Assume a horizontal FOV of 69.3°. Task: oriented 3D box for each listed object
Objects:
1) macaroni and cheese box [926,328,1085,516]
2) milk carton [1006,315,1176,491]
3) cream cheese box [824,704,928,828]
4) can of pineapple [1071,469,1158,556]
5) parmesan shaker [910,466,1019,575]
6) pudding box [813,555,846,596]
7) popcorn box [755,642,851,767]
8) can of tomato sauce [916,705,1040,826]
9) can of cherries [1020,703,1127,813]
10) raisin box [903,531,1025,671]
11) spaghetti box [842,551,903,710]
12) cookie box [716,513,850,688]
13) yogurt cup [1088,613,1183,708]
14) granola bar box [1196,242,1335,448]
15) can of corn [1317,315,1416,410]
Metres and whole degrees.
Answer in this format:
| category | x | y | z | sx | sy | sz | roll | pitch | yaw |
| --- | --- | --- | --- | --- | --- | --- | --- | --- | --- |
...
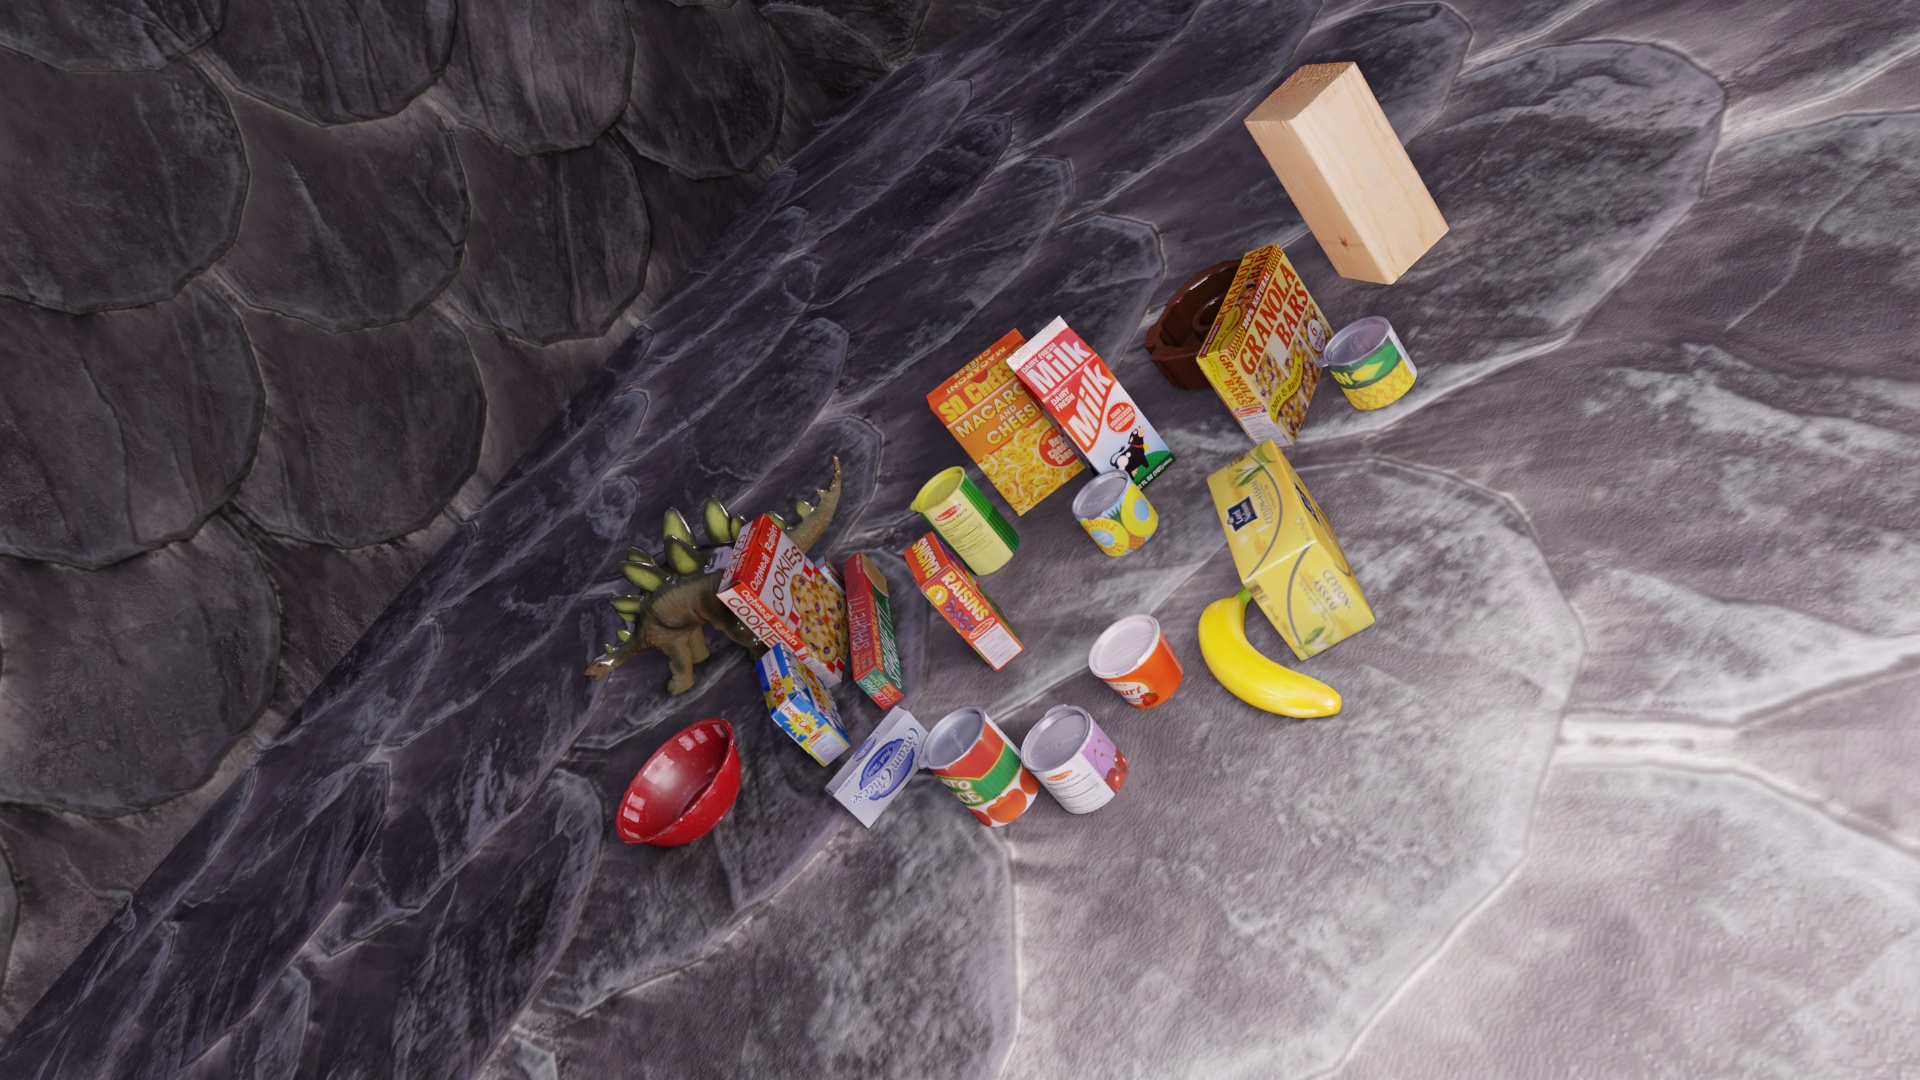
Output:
| category | x | y | z | sx | sy | sz | roll | pitch | yaw |
| --- | --- | --- | --- | --- | --- | --- | --- | --- | --- |
| macaroni and cheese box | 0.062 | -0.126 | 1.498 | 0.123 | 0.166 | 0.040 | -37 | 26 | 7 |
| milk carton | 0.127 | -0.134 | 1.397 | 0.072 | 0.190 | 0.073 | -41 | 26 | 0 |
| cream cheese box | -0.072 | 0.209 | 1.285 | 0.104 | 0.053 | 0.024 | -49 | 27 | -16 |
| can of pineapple | 0.150 | -0.025 | 1.349 | 0.071 | 0.057 | 0.071 | -31 | 28 | 19 |
| parmesan shaker | 0.005 | -0.019 | 1.479 | 0.071 | 0.103 | 0.072 | -31 | 28 | 19 |
| pudding box | -0.179 | 0.063 | 1.656 | 0.083 | 0.049 | 0.030 | -37 | 26 | 7 |
| popcorn box | -0.164 | 0.167 | 1.434 | 0.038 | 0.085 | 0.127 | -40 | 26 | 2 |
| can of tomato sauce | 0.016 | 0.191 | 1.163 | 0.071 | 0.083 | 0.071 | -31 | 28 | 19 |
| can of cherries | 0.092 | 0.174 | 1.116 | 0.071 | 0.058 | 0.072 | -31 | 28 | 19 |
| raisin box | 0.002 | 0.058 | 1.341 | 0.040 | 0.123 | 0.086 | -39 | 26 | 5 |
| spaghetti box | -0.096 | 0.093 | 1.501 | 0.028 | 0.050 | 0.251 | -35 | 27 | 11 |
| cookie box | -0.186 | 0.068 | 1.525 | 0.040 | 0.167 | 0.123 | -28 | 29 | 24 |
| yogurt cup | 0.149 | 0.103 | 1.157 | 0.072 | 0.054 | 0.073 | -31 | 28 | 19 |
| granola bar box | 0.295 | -0.185 | 1.330 | 0.039 | 0.124 | 0.166 | -13 | 37 | 44 |
| can of corn | 0.371 | -0.160 | 1.265 | 0.071 | 0.058 | 0.071 | -31 | 28 | 19 |
